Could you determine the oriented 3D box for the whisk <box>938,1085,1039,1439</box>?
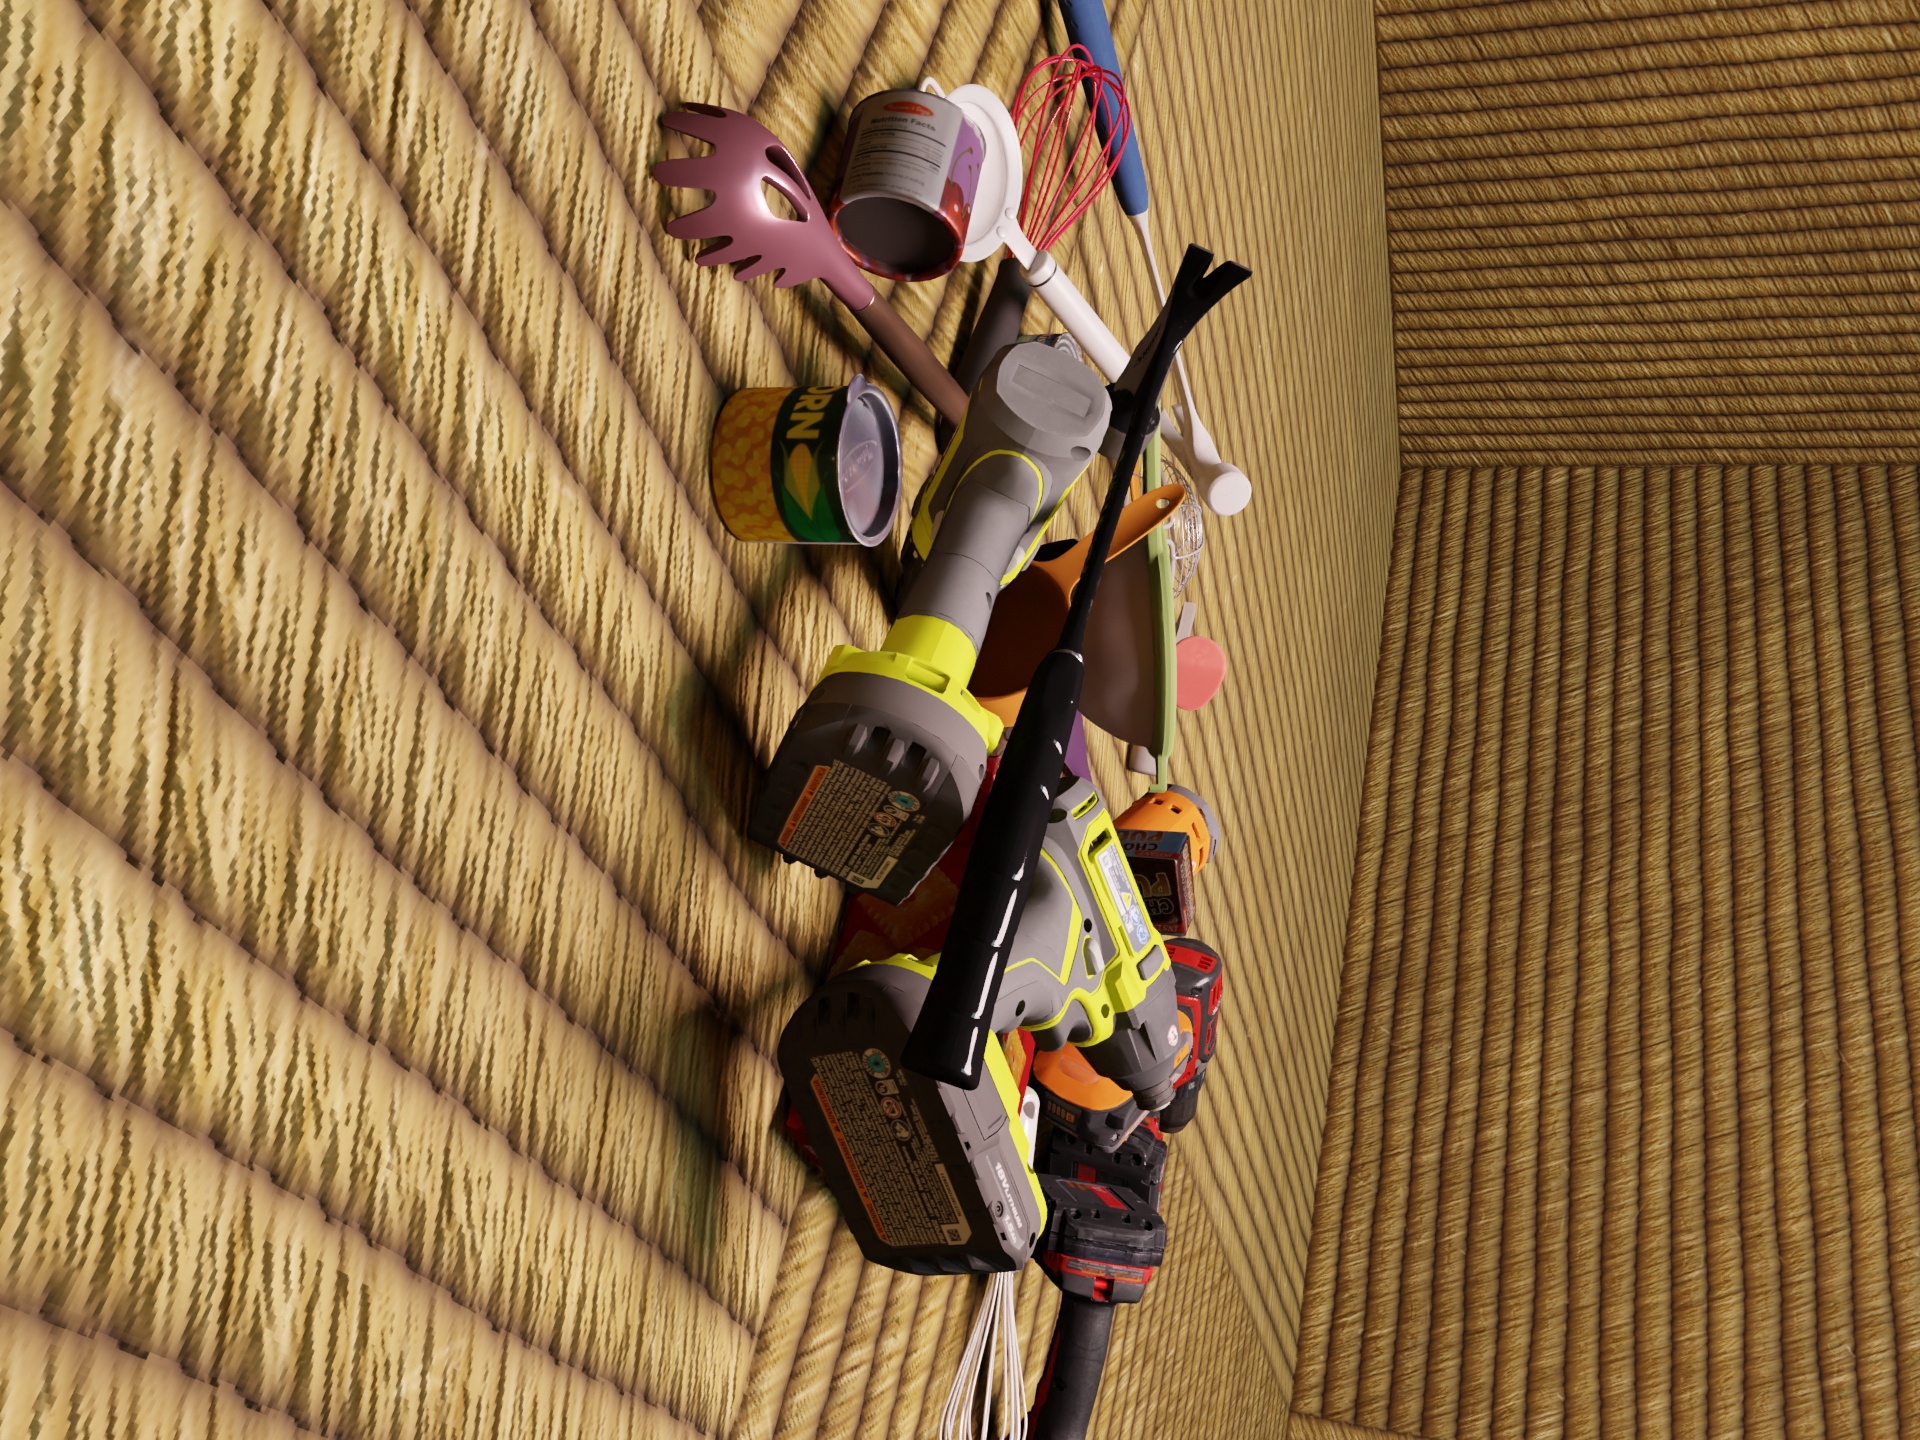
[{"bbox_3d":[0.026,0.350,0.993,0.057,0.059,0.246,29,57,-37],"label":"whisk"}]

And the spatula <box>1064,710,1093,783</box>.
[{"bbox_3d":[0.097,0.066,1.185,0.060,0.018,0.315,-69,152,-43],"label":"spatula"}]

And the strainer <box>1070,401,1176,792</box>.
[{"bbox_3d":[0.086,-0.089,0.935,0.152,0.069,0.256,-91,176,-49],"label":"strainer"}]

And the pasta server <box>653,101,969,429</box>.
[{"bbox_3d":[-0.044,-0.184,0.732,0.316,0.040,0.060,30,64,-68],"label":"pasta server"}]

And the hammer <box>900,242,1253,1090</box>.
[{"bbox_3d":[0.049,-0.034,0.673,0.149,0.036,0.409,120,-9,-57],"label":"hammer"}]

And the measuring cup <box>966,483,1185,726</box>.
[{"bbox_3d":[0.055,-0.065,0.867,0.173,0.095,0.052,-37,152,-6],"label":"measuring cup"}]

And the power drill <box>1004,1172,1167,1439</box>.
[{"bbox_3d":[0.066,0.416,1.030,0.143,0.078,0.220,151,-50,-81],"label":"power drill"}]

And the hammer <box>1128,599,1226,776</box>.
[{"bbox_3d":[0.159,-0.037,1.161,0.359,0.036,0.149,44,57,-85],"label":"hammer"}]

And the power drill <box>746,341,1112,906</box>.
[{"bbox_3d":[-0.014,-0.037,0.721,0.190,0.080,0.229,-56,-170,56],"label":"power drill"}]

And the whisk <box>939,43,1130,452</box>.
[{"bbox_3d":[0.040,-0.278,0.932,0.073,0.073,0.296,56,47,-58],"label":"whisk"}]

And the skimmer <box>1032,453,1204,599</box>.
[{"bbox_3d":[0.079,-0.118,1.097,0.363,0.090,0.127,-22,109,-57],"label":"skimmer"}]

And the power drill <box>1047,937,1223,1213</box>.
[{"bbox_3d":[0.141,0.298,1.209,0.227,0.080,0.187,-52,150,-49],"label":"power drill"}]

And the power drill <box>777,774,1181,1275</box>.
[{"bbox_3d":[0.028,0.142,0.720,0.223,0.080,0.171,-34,104,-54],"label":"power drill"}]

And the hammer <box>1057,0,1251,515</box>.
[{"bbox_3d":[0.120,-0.341,1.089,0.144,0.035,0.405,-110,178,-57],"label":"hammer"}]

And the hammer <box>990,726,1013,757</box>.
[{"bbox_3d":[0.081,0.137,1.127,0.410,0.038,0.146,64,36,-53],"label":"hammer"}]

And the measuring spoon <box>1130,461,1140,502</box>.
[{"bbox_3d":[0.146,-0.190,1.293,0.021,0.011,0.116,-60,147,-51],"label":"measuring spoon"}]

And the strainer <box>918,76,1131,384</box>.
[{"bbox_3d":[0.036,-0.251,0.867,0.258,0.050,0.087,39,71,-44],"label":"strainer"}]

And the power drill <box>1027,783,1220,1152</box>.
[{"bbox_3d":[0.095,0.170,1.035,0.164,0.084,0.226,-35,138,-43],"label":"power drill"}]
